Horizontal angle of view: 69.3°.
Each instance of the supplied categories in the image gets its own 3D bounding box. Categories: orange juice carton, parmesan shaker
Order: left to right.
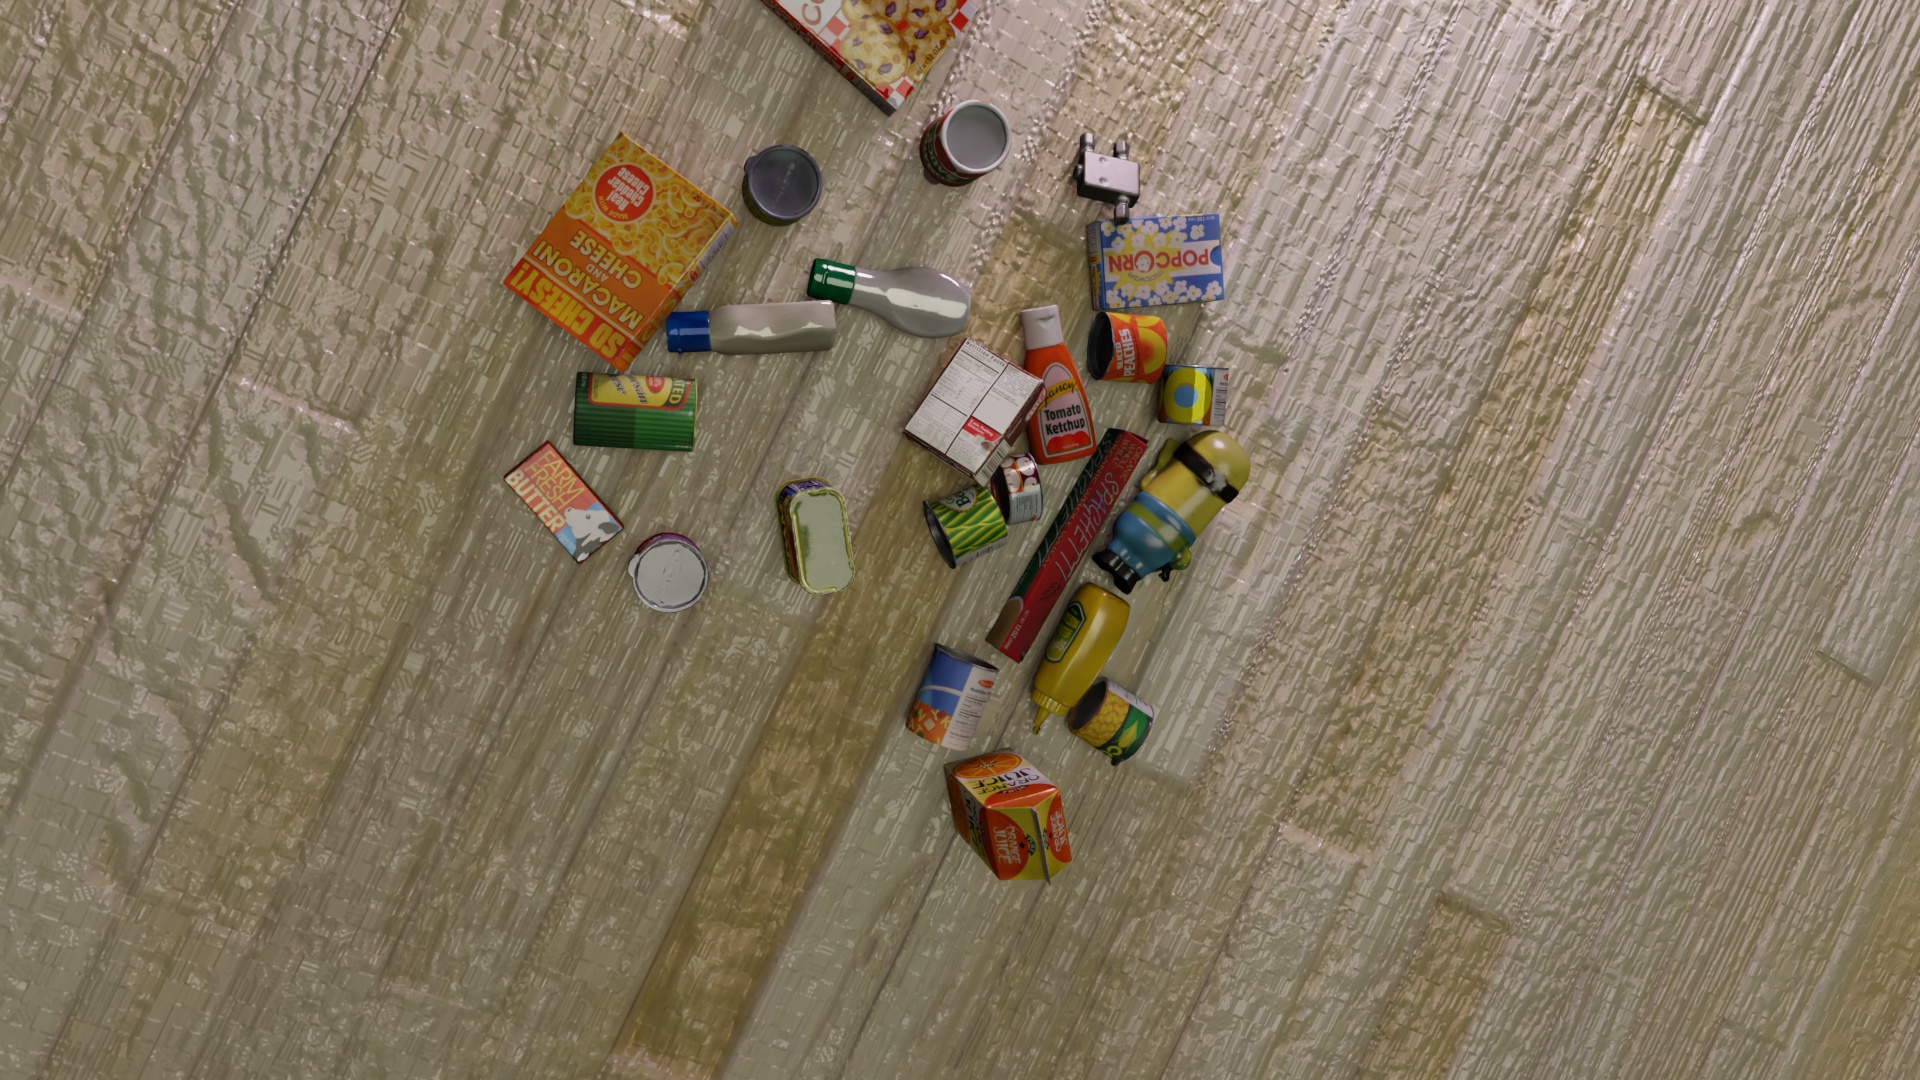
[{"bbox_3d":[-0.287,-0.112,1.223,0.103,0.071,0.071,2,96,-15],"label":"parmesan shaker"},{"bbox_3d":[0.047,0.257,1.292,0.073,0.193,0.071,-12,99,-14],"label":"orange juice carton"}]

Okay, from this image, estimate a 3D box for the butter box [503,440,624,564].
[{"bbox_3d":[-0.353,-0.034,1.239,0.053,0.024,0.103,-40,104,-7],"label":"butter box"}]

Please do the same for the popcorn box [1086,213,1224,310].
[{"bbox_3d":[0.189,-0.271,1.350,0.127,0.038,0.085,-7,97,-14],"label":"popcorn box"}]

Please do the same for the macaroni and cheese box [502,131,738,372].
[{"bbox_3d":[-0.293,-0.249,1.205,0.124,0.040,0.166,37,87,3],"label":"macaroni and cheese box"}]

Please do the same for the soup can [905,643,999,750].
[{"bbox_3d":[-0.010,0.150,1.333,0.071,0.071,0.083,21,92,-16],"label":"soup can"}]

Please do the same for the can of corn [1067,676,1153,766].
[{"bbox_3d":[0.147,0.179,1.376,0.058,0.071,0.071,34,87,-15],"label":"can of corn"}]

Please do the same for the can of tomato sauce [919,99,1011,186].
[{"bbox_3d":[0.002,-0.360,1.266,0.071,0.083,0.071,-2,97,-15],"label":"can of tomato sauce"}]

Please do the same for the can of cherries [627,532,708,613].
[{"bbox_3d":[-0.265,0.026,1.252,0.071,0.058,0.071,-2,98,-14],"label":"can of cherries"}]

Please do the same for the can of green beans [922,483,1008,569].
[{"bbox_3d":[0.006,-0.014,1.316,0.058,0.071,0.071,-24,102,-11],"label":"can of green beans"}]

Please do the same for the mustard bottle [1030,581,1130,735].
[{"bbox_3d":[0.108,0.121,1.362,0.049,0.065,0.160,27,93,-21],"label":"mustard bottle"}]

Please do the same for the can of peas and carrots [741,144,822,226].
[{"bbox_3d":[-0.162,-0.317,1.240,0.071,0.059,0.071,-2,97,-14],"label":"can of peas and carrots"}]

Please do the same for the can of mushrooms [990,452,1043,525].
[{"bbox_3d":[0.053,-0.051,1.326,0.033,0.071,0.071,-11,99,-12],"label":"can of mushrooms"}]

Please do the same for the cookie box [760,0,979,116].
[{"bbox_3d":[-0.086,-0.487,1.250,0.167,0.040,0.123,39,86,-16],"label":"cookie box"}]

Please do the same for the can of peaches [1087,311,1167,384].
[{"bbox_3d":[0.161,-0.184,1.336,0.058,0.071,0.071,3,96,-16],"label":"can of peaches"}]

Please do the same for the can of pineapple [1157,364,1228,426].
[{"bbox_3d":[0.226,-0.143,1.362,0.071,0.071,0.057,2,96,-15],"label":"can of pineapple"}]

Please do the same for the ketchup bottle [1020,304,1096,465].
[{"bbox_3d":[0.088,-0.150,1.334,0.065,0.043,0.148,-13,99,-13],"label":"ketchup bottle"}]

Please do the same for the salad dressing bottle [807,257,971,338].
[{"bbox_3d":[-0.066,-0.228,1.284,0.148,0.044,0.064,11,96,-15],"label":"salad dressing bottle"}]

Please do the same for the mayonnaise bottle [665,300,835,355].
[{"bbox_3d":[-0.188,-0.190,1.247,0.148,0.064,0.041,-4,79,-11],"label":"mayonnaise bottle"}]

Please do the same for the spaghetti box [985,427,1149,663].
[{"bbox_3d":[0.103,0.002,1.353,0.028,0.050,0.250,31,88,-17],"label":"spaghetti box"}]
